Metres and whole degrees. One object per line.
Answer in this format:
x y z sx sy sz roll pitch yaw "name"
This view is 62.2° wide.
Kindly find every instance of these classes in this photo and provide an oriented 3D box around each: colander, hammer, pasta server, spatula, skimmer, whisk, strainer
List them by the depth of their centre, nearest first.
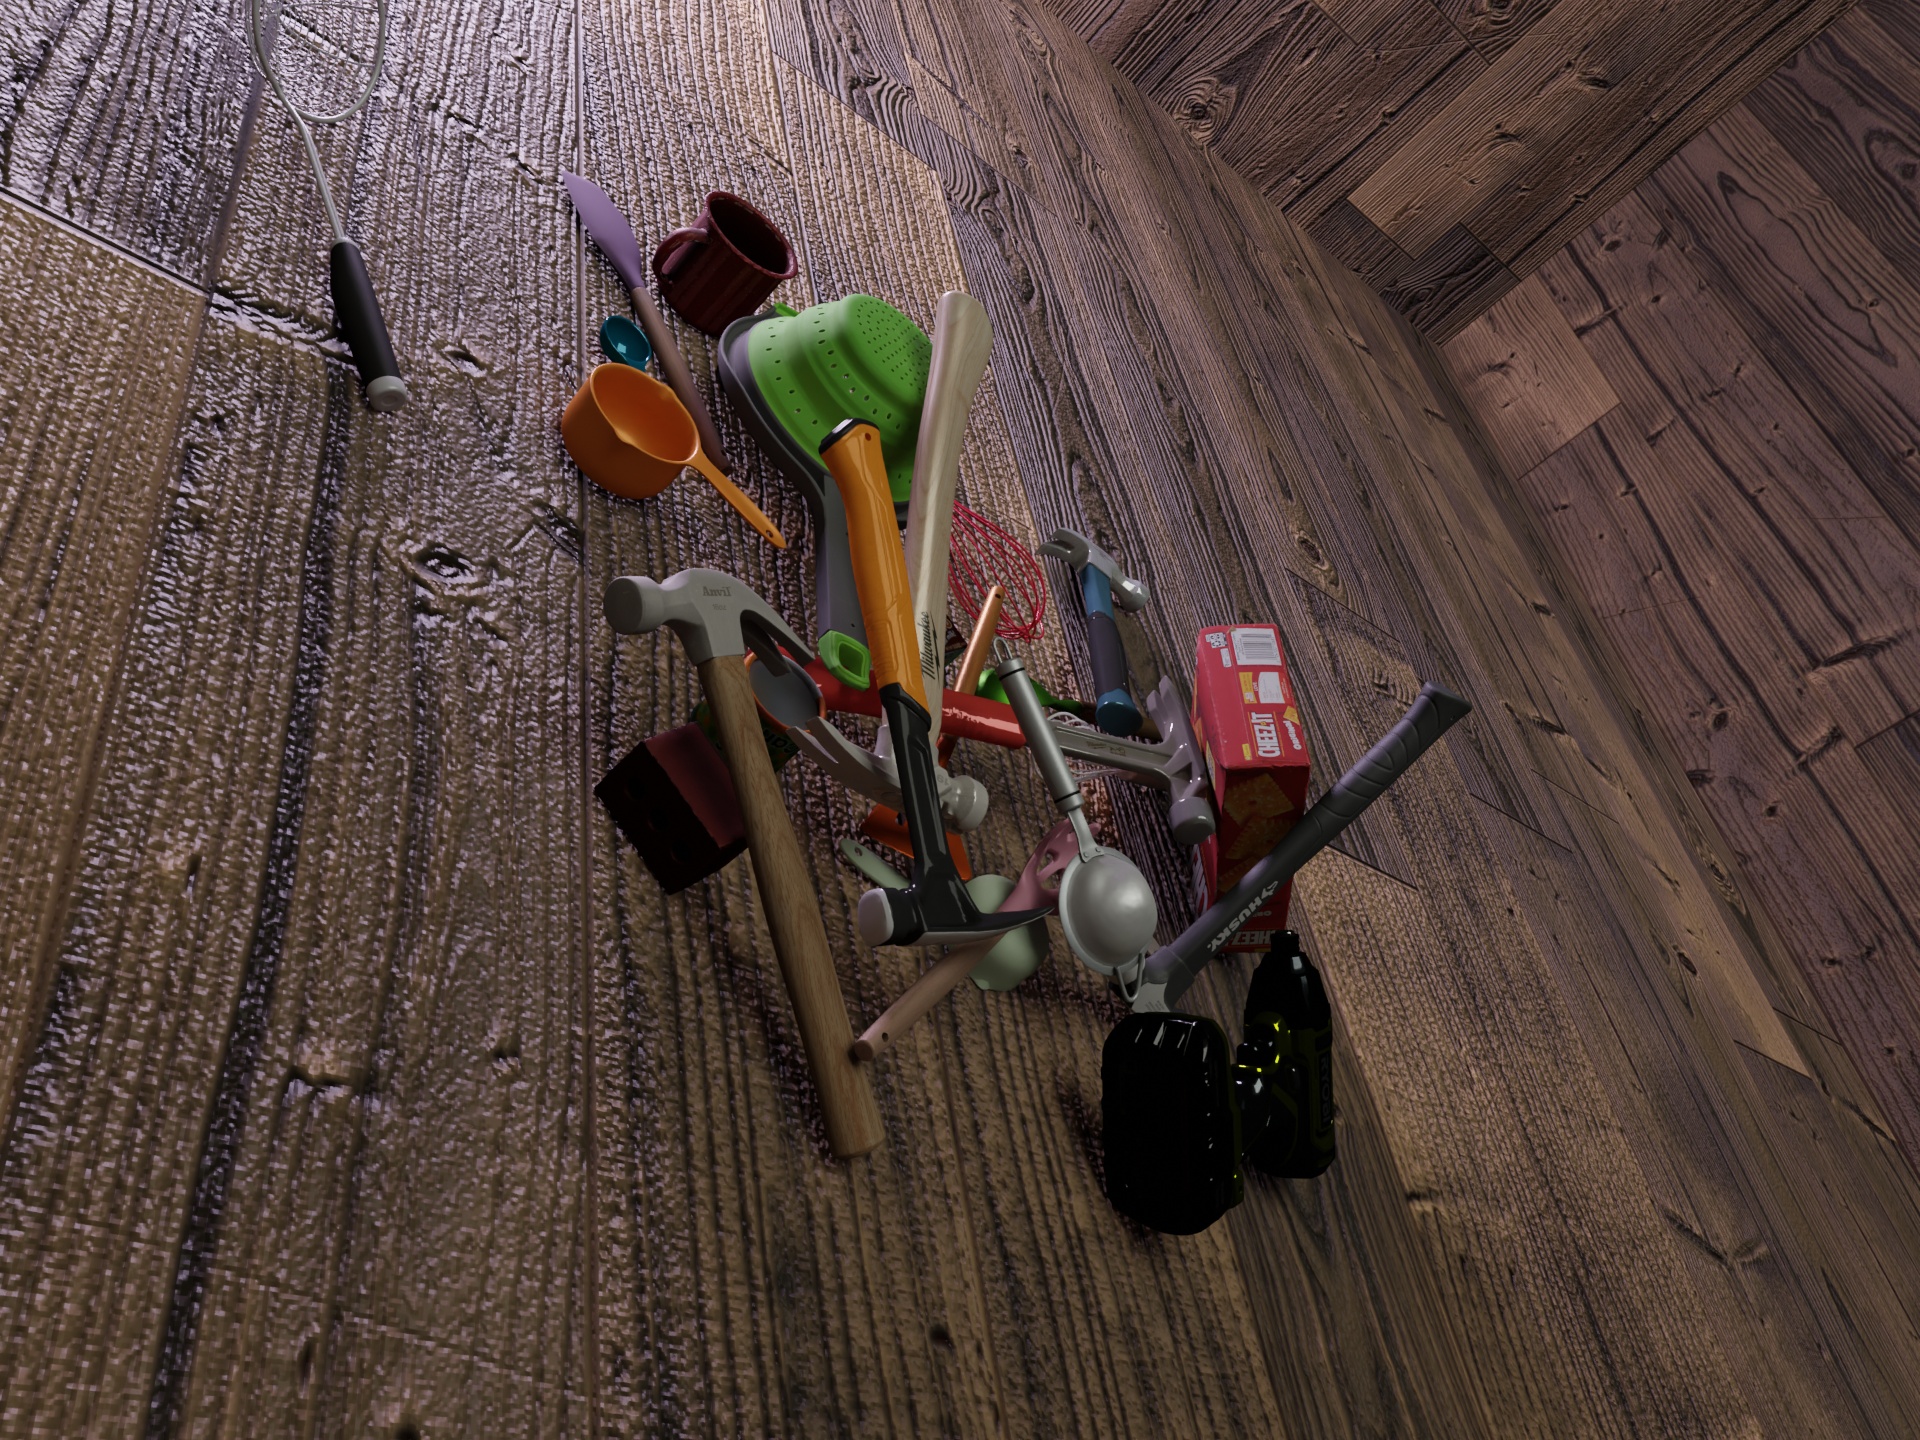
-0.100 0.076 0.878 0.130 0.031 0.331 -11 83 -58 "hammer"
-0.031 -0.029 0.969 0.127 0.034 0.337 3 68 -40 "hammer"
0.021 0.132 0.985 0.060 0.040 0.316 64 30 -3 "pasta server"
-0.385 -0.359 1.024 0.127 0.090 0.364 60 6 -68 "skimmer"
0.076 0.061 1.050 0.087 0.050 0.258 -19 82 -42 "strainer"
-0.027 -0.134 1.078 0.146 0.038 0.411 30 53 -37 "hammer"
0.018 -0.007 1.127 0.358 0.036 0.149 13 43 -25 "hammer"
-0.066 -0.189 1.139 0.204 0.094 0.398 29 37 -33 "colander"
0.244 0.095 1.144 0.035 0.335 0.146 41 -8 44 "hammer"
-0.002 -0.004 1.155 0.081 0.041 0.323 26 43 -7 "spatula"
-0.240 -0.312 1.236 0.059 0.018 0.316 8 49 -54 "spatula"
0.132 0.037 1.318 0.246 0.059 0.058 15 82 -50 "whisk"
-0.014 -0.181 1.354 0.073 0.073 0.296 -1 51 -53 "whisk"
0.127 -0.079 1.401 0.128 0.033 0.331 37 23 -18 "hammer"

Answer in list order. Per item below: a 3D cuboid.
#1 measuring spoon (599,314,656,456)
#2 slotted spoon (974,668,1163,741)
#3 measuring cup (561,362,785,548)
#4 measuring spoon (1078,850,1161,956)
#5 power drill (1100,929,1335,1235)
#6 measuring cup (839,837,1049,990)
-0.238 -0.237 1.162 0.042 0.021 0.129 6 61 -51 "measuring spoon"
0.109 -0.007 1.337 0.070 0.031 0.313 20 4 38 "slotted spoon"
-0.198 -0.166 1.095 0.173 0.052 0.095 43 31 -15 "measuring cup"
0.116 0.148 1.203 0.124 0.018 0.034 49 29 -16 "measuring spoon"
0.185 0.240 1.070 0.223 0.080 0.171 -5 93 -54 "power drill"
-0.007 0.115 1.045 0.167 0.038 0.083 37 32 -25 "measuring cup"
